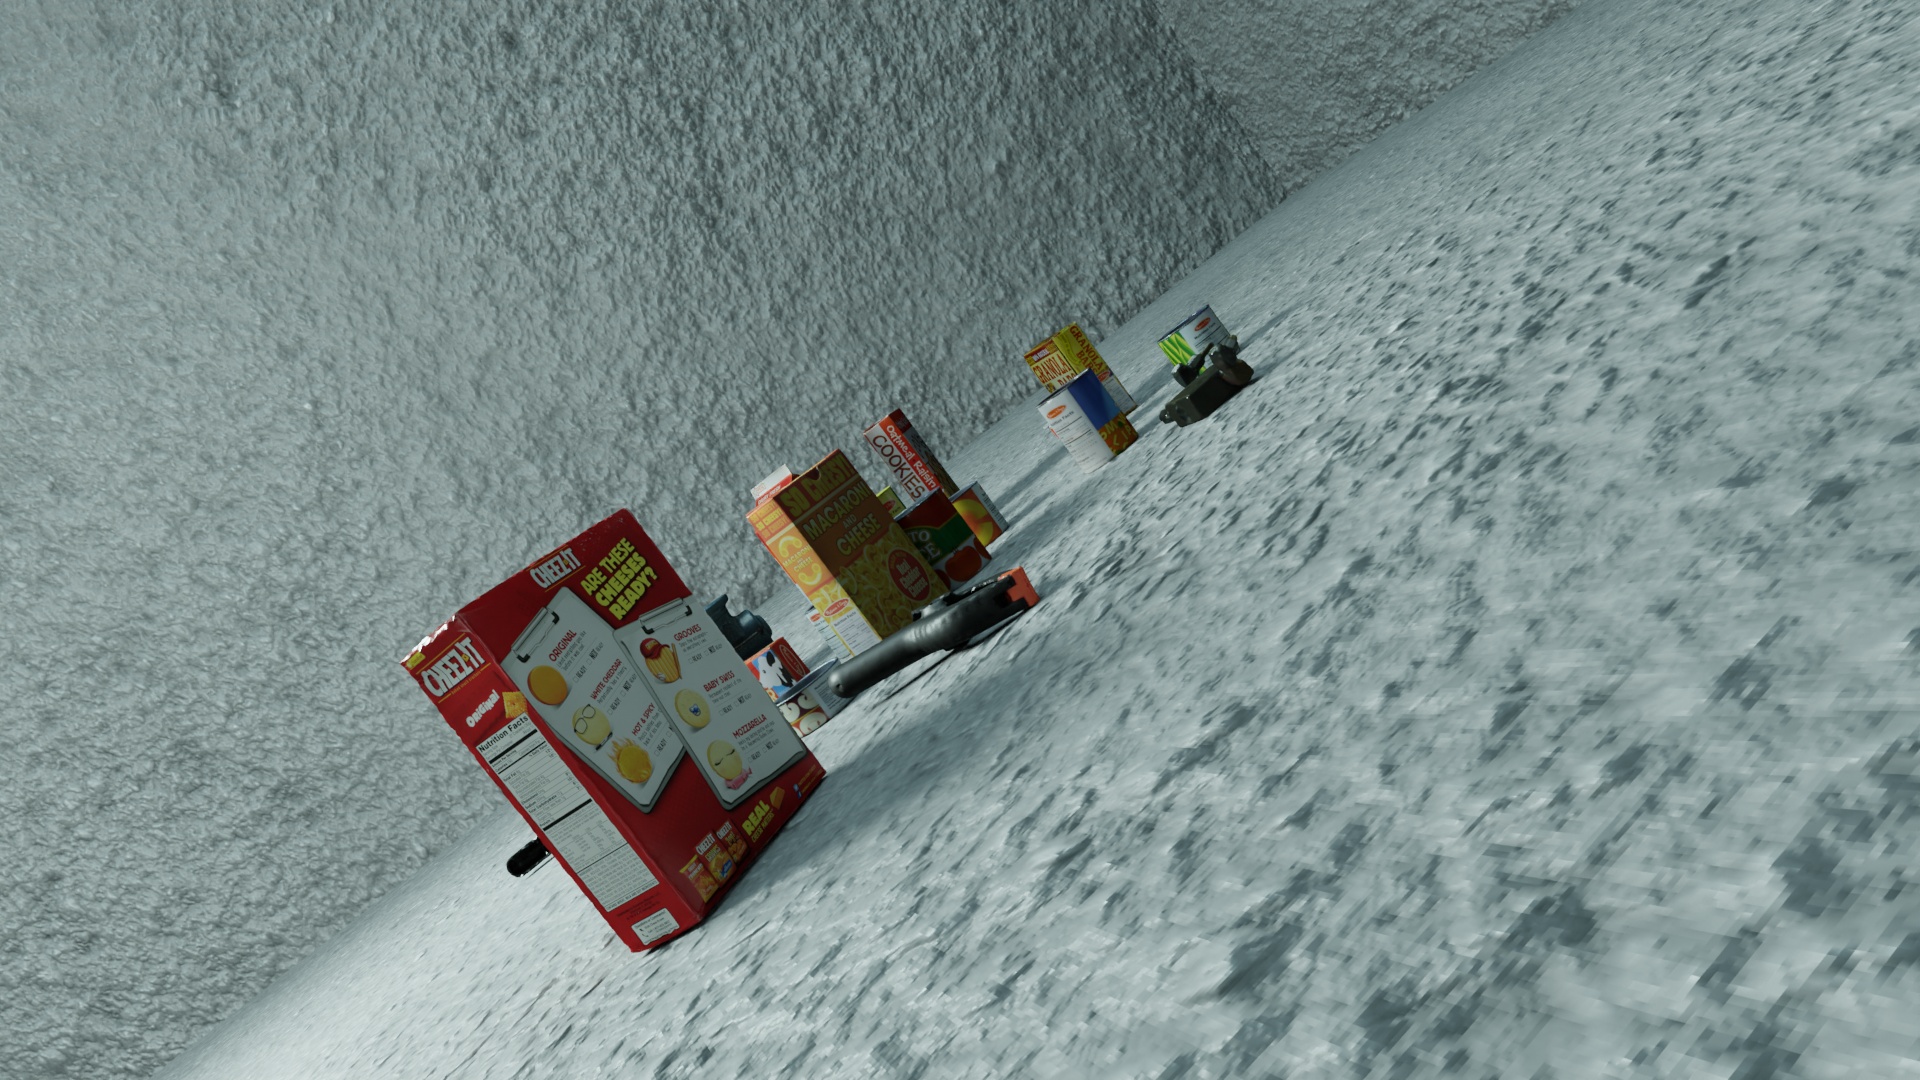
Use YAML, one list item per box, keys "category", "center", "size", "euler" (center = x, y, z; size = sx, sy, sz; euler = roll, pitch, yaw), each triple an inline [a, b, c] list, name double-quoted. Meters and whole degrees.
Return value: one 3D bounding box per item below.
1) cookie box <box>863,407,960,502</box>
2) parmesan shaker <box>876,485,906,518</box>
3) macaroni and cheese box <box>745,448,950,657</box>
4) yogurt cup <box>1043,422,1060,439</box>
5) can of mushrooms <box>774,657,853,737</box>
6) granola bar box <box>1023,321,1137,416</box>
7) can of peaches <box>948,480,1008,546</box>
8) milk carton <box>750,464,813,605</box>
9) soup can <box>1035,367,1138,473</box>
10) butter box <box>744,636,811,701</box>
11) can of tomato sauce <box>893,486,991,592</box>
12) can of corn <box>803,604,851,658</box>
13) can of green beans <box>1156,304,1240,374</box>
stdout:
- category: "cookie box"
  center: [-0.045, -0.076, 1.637]
  size: [0.040, 0.167, 0.123]
  euler: [-36, 5, 8]
- category: "parmesan shaker"
  center: [-0.072, 0.003, 1.483]
  size: [0.071, 0.103, 0.071]
  euler: [-37, 5, 4]
- category: "macaroni and cheese box"
  center: [-0.092, 0.014, 1.193]
  size: [0.040, 0.166, 0.124]
  euler: [-34, 6, 32]
- category: "yogurt cup"
  center: [0.136, -0.124, 1.501]
  size: [0.072, 0.054, 0.072]
  euler: [-36, 5, 4]
- category: "can of mushrooms"
  center: [-0.117, 0.126, 1.105]
  size: [0.071, 0.033, 0.071]
  euler: [-36, 5, 4]
- category: "granola bar box"
  center: [0.141, -0.192, 1.669]
  size: [0.039, 0.124, 0.165]
  euler: [-38, 5, -7]
- category: "can of peaches"
  center: [0.005, -0.018, 1.413]
  size: [0.071, 0.058, 0.071]
  euler: [-37, 5, 4]
- category: "milk carton"
  center: [-0.163, 0.004, 1.588]
  size: [0.072, 0.190, 0.074]
  euler: [-33, 7, 37]
- category: "soup can"
  center: [0.126, -0.119, 1.364]
  size: [0.071, 0.083, 0.071]
  euler: [-37, 5, 4]
- category: "butter box"
  center: [-0.197, 0.139, 1.388]
  size: [0.103, 0.053, 0.024]
  euler: [-32, 7, 40]
- category: "can of tomato sauce"
  center: [-0.022, 0.003, 1.278]
  size: [0.071, 0.083, 0.071]
  euler: [-37, 5, 4]
- category: "can of corn"
  center: [-0.108, 0.073, 1.365]
  size: [0.071, 0.058, 0.071]
  euler: [-37, 5, 4]
- category: "can of green beans"
  center: [0.247, -0.202, 1.440]
  size: [0.071, 0.058, 0.071]
  euler: [-37, 5, 4]
